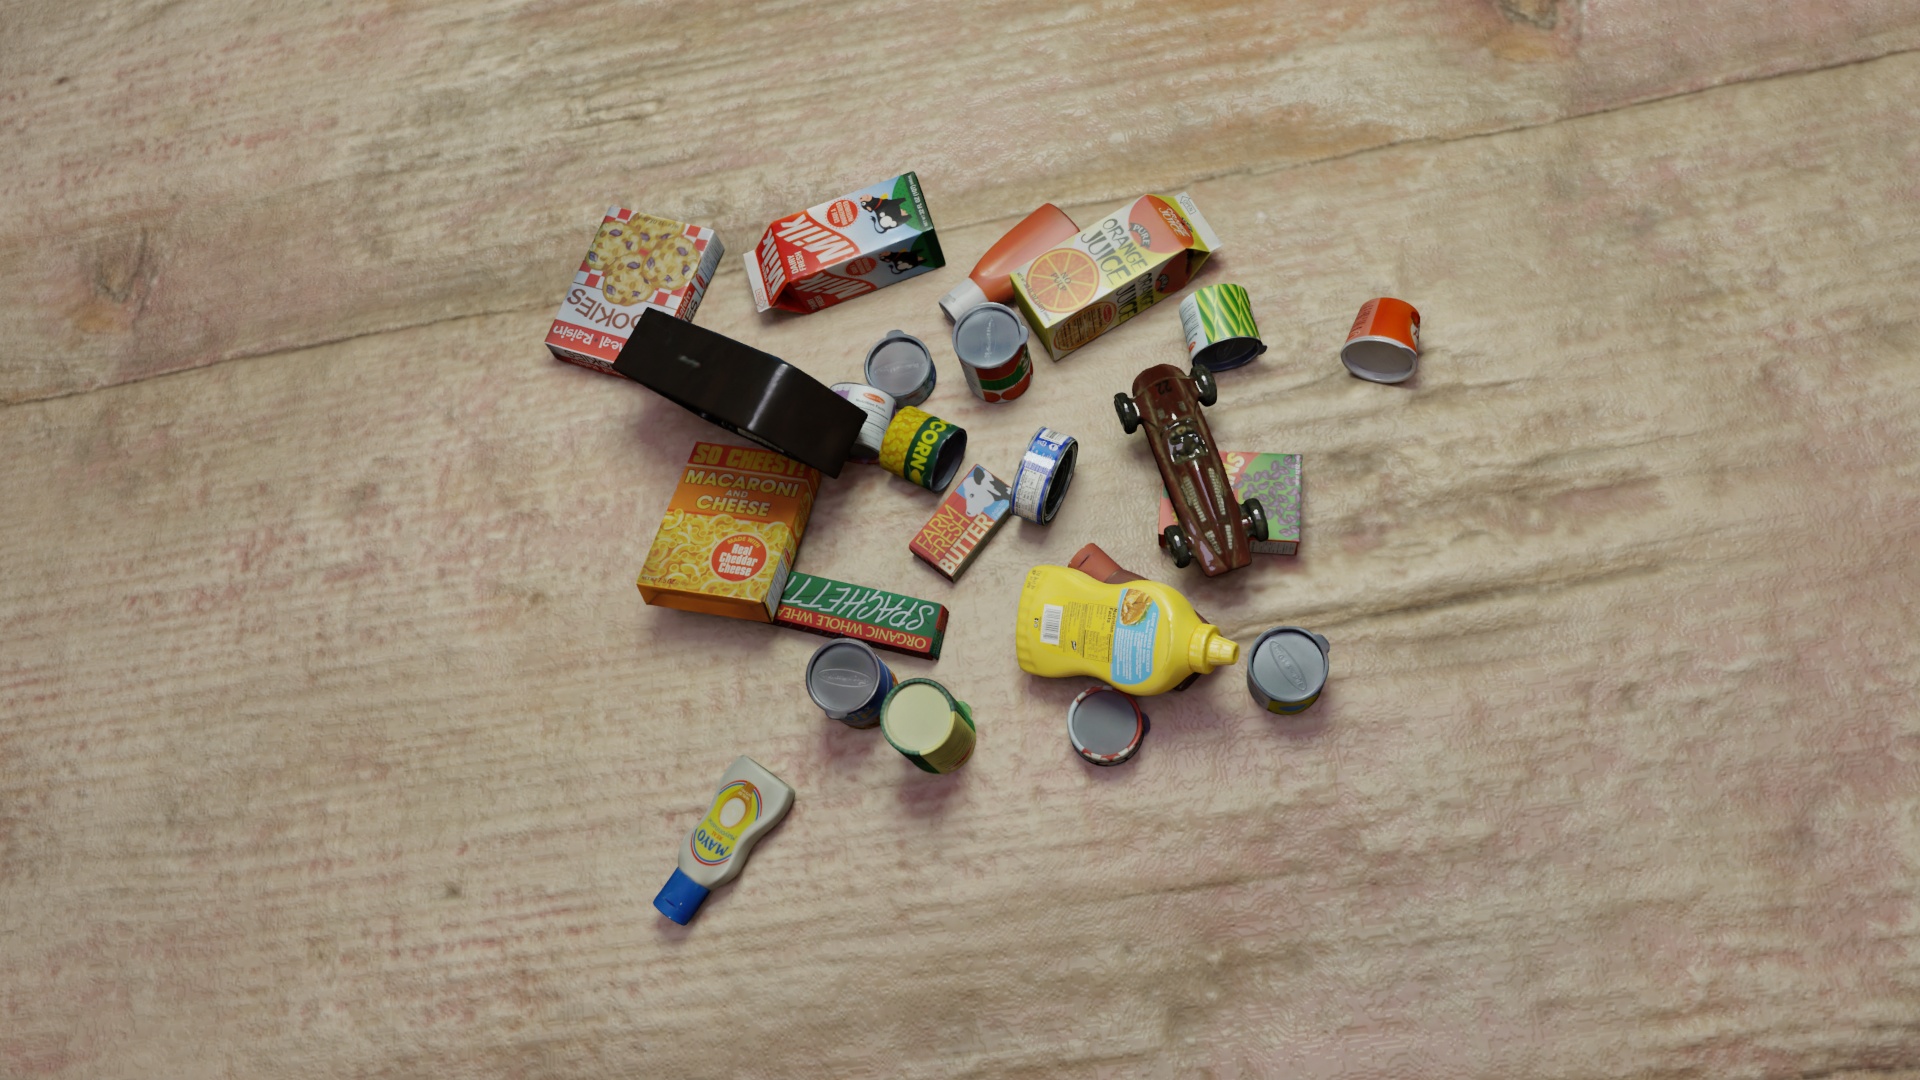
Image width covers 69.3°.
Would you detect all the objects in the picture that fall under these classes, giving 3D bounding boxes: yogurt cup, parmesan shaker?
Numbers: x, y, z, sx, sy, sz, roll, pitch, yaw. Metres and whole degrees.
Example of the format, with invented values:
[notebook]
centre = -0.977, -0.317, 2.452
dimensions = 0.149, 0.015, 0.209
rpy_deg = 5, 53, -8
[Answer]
[yogurt cup]
centre = 0.383, -0.183, 1.257
dimensions = 0.072, 0.072, 0.054
rpy_deg = 15, 67, 14
[parmesan shaker]
centre = -0.025, 0.157, 1.189
dimensions = 0.071, 0.103, 0.071
rpy_deg = -3, 71, 9

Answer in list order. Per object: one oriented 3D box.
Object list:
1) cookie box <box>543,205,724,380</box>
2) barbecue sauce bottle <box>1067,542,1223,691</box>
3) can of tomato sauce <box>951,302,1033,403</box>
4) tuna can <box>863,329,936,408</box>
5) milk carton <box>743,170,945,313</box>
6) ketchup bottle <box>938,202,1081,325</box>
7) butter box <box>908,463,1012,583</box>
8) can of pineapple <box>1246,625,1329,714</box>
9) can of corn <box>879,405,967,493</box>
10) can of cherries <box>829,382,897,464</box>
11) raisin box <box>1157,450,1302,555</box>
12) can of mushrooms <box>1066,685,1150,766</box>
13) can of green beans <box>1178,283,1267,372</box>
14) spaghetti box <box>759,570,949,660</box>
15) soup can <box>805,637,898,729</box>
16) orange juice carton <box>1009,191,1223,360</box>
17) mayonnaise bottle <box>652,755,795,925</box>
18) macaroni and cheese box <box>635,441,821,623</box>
[cookie box]
centre = -0.331, -0.249, 1.414
dimensions = 0.123, 0.040, 0.168
rpy_deg = 16, 74, 15
[barbecue sauce bottle]
centre = 0.158, 0.062, 1.221
dimensions = 0.149, 0.043, 0.065
rpy_deg = 43, 94, 20
[can of tomato sauce]
centre = 0.033, -0.175, 1.303
dimensions = 0.071, 0.083, 0.071
rpy_deg = -3, 71, 9
[tuna can]
centre = -0.058, -0.165, 1.342
dimensions = 0.071, 0.032, 0.071
rpy_deg = -3, 71, 9
[milk carton]
centre = -0.119, -0.286, 1.372
dimensions = 0.190, 0.073, 0.072
rpy_deg = -19, 70, 3
[ketchup bottle]
centre = 0.047, -0.264, 1.351
dimensions = 0.149, 0.043, 0.065
rpy_deg = -38, 55, -4
[butter box]
centre = 0.005, -0.016, 1.285
dimensions = 0.053, 0.024, 0.103
rpy_deg = 37, 81, 18
[can of pineapple]
centre = 0.278, 0.110, 1.177
dimensions = 0.071, 0.057, 0.071
rpy_deg = -3, 71, 9
[can of corn]
centre = -0.035, -0.086, 1.291
dimensions = 0.058, 0.071, 0.071
rpy_deg = 25, 78, 17
[can of cherries]
centre = -0.098, -0.110, 1.315
dimensions = 0.071, 0.071, 0.058
rpy_deg = 7, 74, 12
[raisin box]
centre = 0.241, -0.036, 1.243
dimensions = 0.123, 0.040, 0.086
rpy_deg = 3, 72, 10
[can of mushrooms]
centre = 0.128, 0.159, 1.199
dimensions = 0.071, 0.033, 0.071
rpy_deg = -3, 70, 9
[can of green beans]
centre = 0.240, -0.196, 1.284
dimensions = 0.071, 0.071, 0.058
rpy_deg = -12, 70, 6
[spaghetti box]
centre = -0.135, 0.059, 1.281
dimensions = 0.250, 0.028, 0.050
rpy_deg = 11, 73, 13
[soup can]
centre = -0.094, 0.130, 1.220
dimensions = 0.071, 0.083, 0.071
rpy_deg = -3, 71, 9
[orange juice carton]
centre = 0.149, -0.258, 1.317
dimensions = 0.193, 0.073, 0.072
rpy_deg = -30, 69, -2
[mayonnaise bottle]
centre = -0.211, 0.265, 1.217
dimensions = 0.065, 0.041, 0.148
rpy_deg = 32, 79, 16
[macaroni and cheese box]
centre = -0.212, -0.010, 1.288
dimensions = 0.124, 0.040, 0.167
rpy_deg = 8, 55, 11
